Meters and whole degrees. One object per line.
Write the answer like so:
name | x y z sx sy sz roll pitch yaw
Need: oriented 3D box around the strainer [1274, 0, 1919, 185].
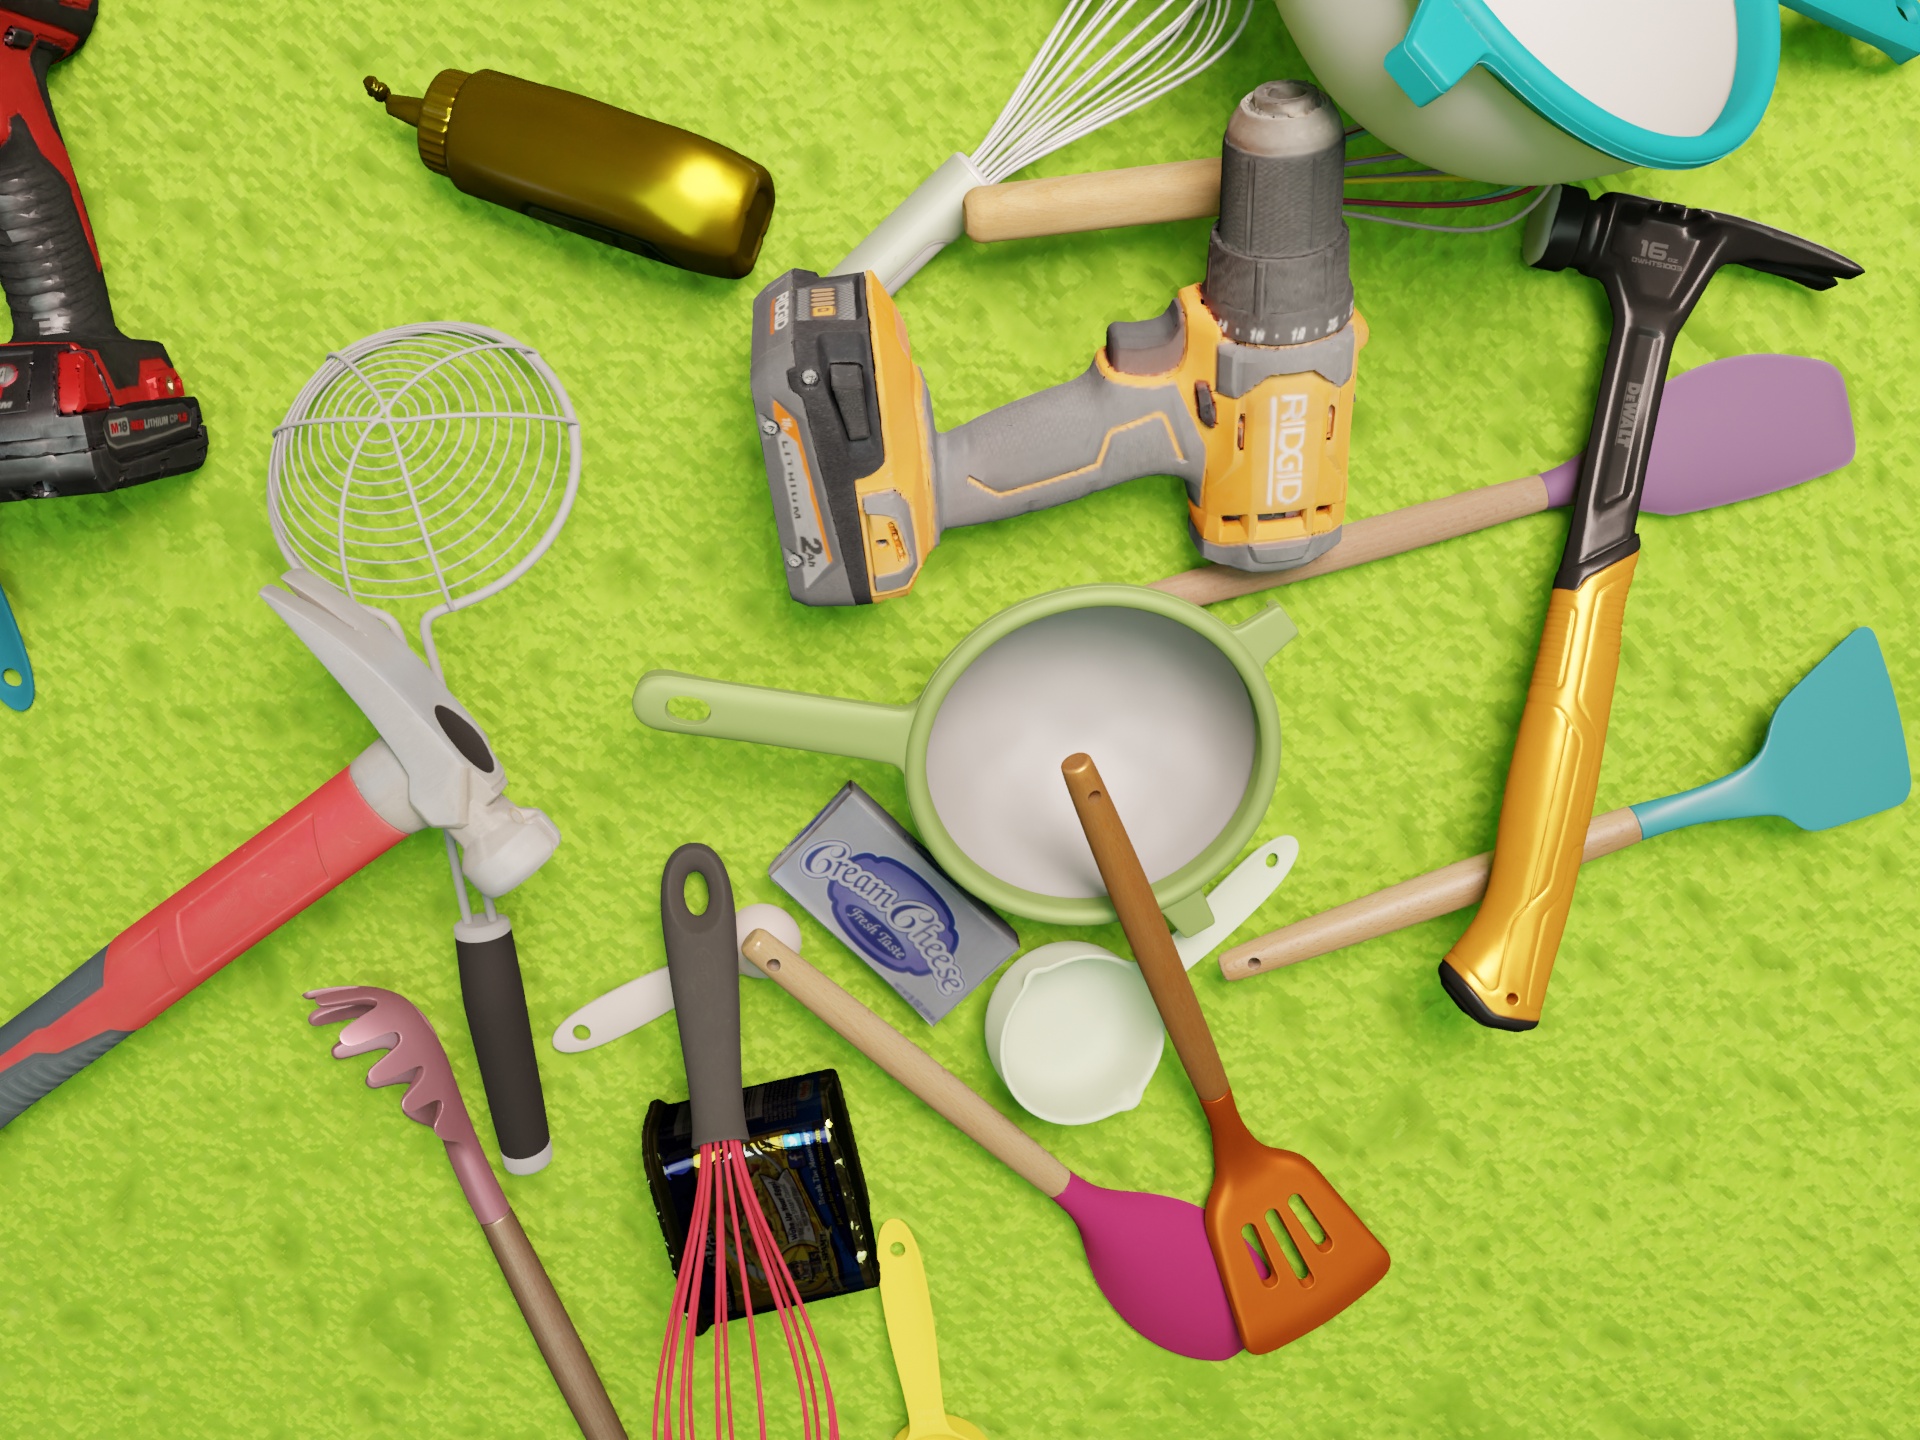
strainer | 0.220 -0.260 0.564 0.340 0.095 0.211 -2 76 -34

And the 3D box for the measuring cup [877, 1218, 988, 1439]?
measuring cup | -0.018 0.308 0.748 0.062 0.029 0.156 -10 90 1

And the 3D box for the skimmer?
skimmer | -0.204 0.020 0.676 0.127 0.090 0.363 -3 112 4

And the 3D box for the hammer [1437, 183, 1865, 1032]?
hammer | 0.260 -0.038 0.643 0.127 0.034 0.337 12 93 0

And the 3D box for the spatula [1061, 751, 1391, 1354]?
spatula | 0.105 0.145 0.674 0.081 0.041 0.322 -29 121 -8

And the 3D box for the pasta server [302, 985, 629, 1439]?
pasta server | -0.207 0.251 0.721 0.040 0.060 0.316 -30 107 -32

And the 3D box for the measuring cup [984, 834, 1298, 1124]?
measuring cup | 0.081 0.104 0.701 0.167 0.038 0.083 -41 109 -10

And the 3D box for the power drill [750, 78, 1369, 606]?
power drill | 0.038 -0.133 0.593 0.226 0.084 0.185 -6 132 0

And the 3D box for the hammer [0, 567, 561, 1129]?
hammer | -0.350 0.096 0.648 0.386 0.038 0.143 -33 105 16

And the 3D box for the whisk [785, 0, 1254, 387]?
whisk | 0.013 -0.217 0.621 0.246 0.058 0.059 -41 93 12

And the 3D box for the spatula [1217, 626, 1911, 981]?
spatula | 0.261 0.052 0.685 0.317 0.044 0.082 -20 102 4

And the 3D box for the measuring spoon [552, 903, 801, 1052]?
measuring spoon | -0.127 0.120 0.704 0.124 0.018 0.034 -27 102 5

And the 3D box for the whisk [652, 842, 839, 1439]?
whisk | -0.096 0.190 0.641 0.073 0.073 0.296 -9 69 1

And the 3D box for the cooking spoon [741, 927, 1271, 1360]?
cooking spoon | 0.026 0.193 0.709 0.318 0.017 0.069 41 98 -16

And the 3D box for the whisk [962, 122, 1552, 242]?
whisk | 0.123 -0.207 0.607 0.245 0.051 0.047 -8 62 -5

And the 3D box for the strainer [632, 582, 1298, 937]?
strainer | -0.001 -0.002 0.648 0.256 0.069 0.151 8 115 -6

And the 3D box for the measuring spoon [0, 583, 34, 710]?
measuring spoon | -0.409 -0.066 0.663 0.042 0.021 0.128 -8 111 0

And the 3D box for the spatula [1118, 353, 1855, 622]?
spatula | 0.218 -0.091 0.666 0.316 0.018 0.059 -16 97 1

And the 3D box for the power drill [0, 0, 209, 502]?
power drill | -0.350 -0.192 0.571 0.078 0.143 0.219 -6 105 -3
